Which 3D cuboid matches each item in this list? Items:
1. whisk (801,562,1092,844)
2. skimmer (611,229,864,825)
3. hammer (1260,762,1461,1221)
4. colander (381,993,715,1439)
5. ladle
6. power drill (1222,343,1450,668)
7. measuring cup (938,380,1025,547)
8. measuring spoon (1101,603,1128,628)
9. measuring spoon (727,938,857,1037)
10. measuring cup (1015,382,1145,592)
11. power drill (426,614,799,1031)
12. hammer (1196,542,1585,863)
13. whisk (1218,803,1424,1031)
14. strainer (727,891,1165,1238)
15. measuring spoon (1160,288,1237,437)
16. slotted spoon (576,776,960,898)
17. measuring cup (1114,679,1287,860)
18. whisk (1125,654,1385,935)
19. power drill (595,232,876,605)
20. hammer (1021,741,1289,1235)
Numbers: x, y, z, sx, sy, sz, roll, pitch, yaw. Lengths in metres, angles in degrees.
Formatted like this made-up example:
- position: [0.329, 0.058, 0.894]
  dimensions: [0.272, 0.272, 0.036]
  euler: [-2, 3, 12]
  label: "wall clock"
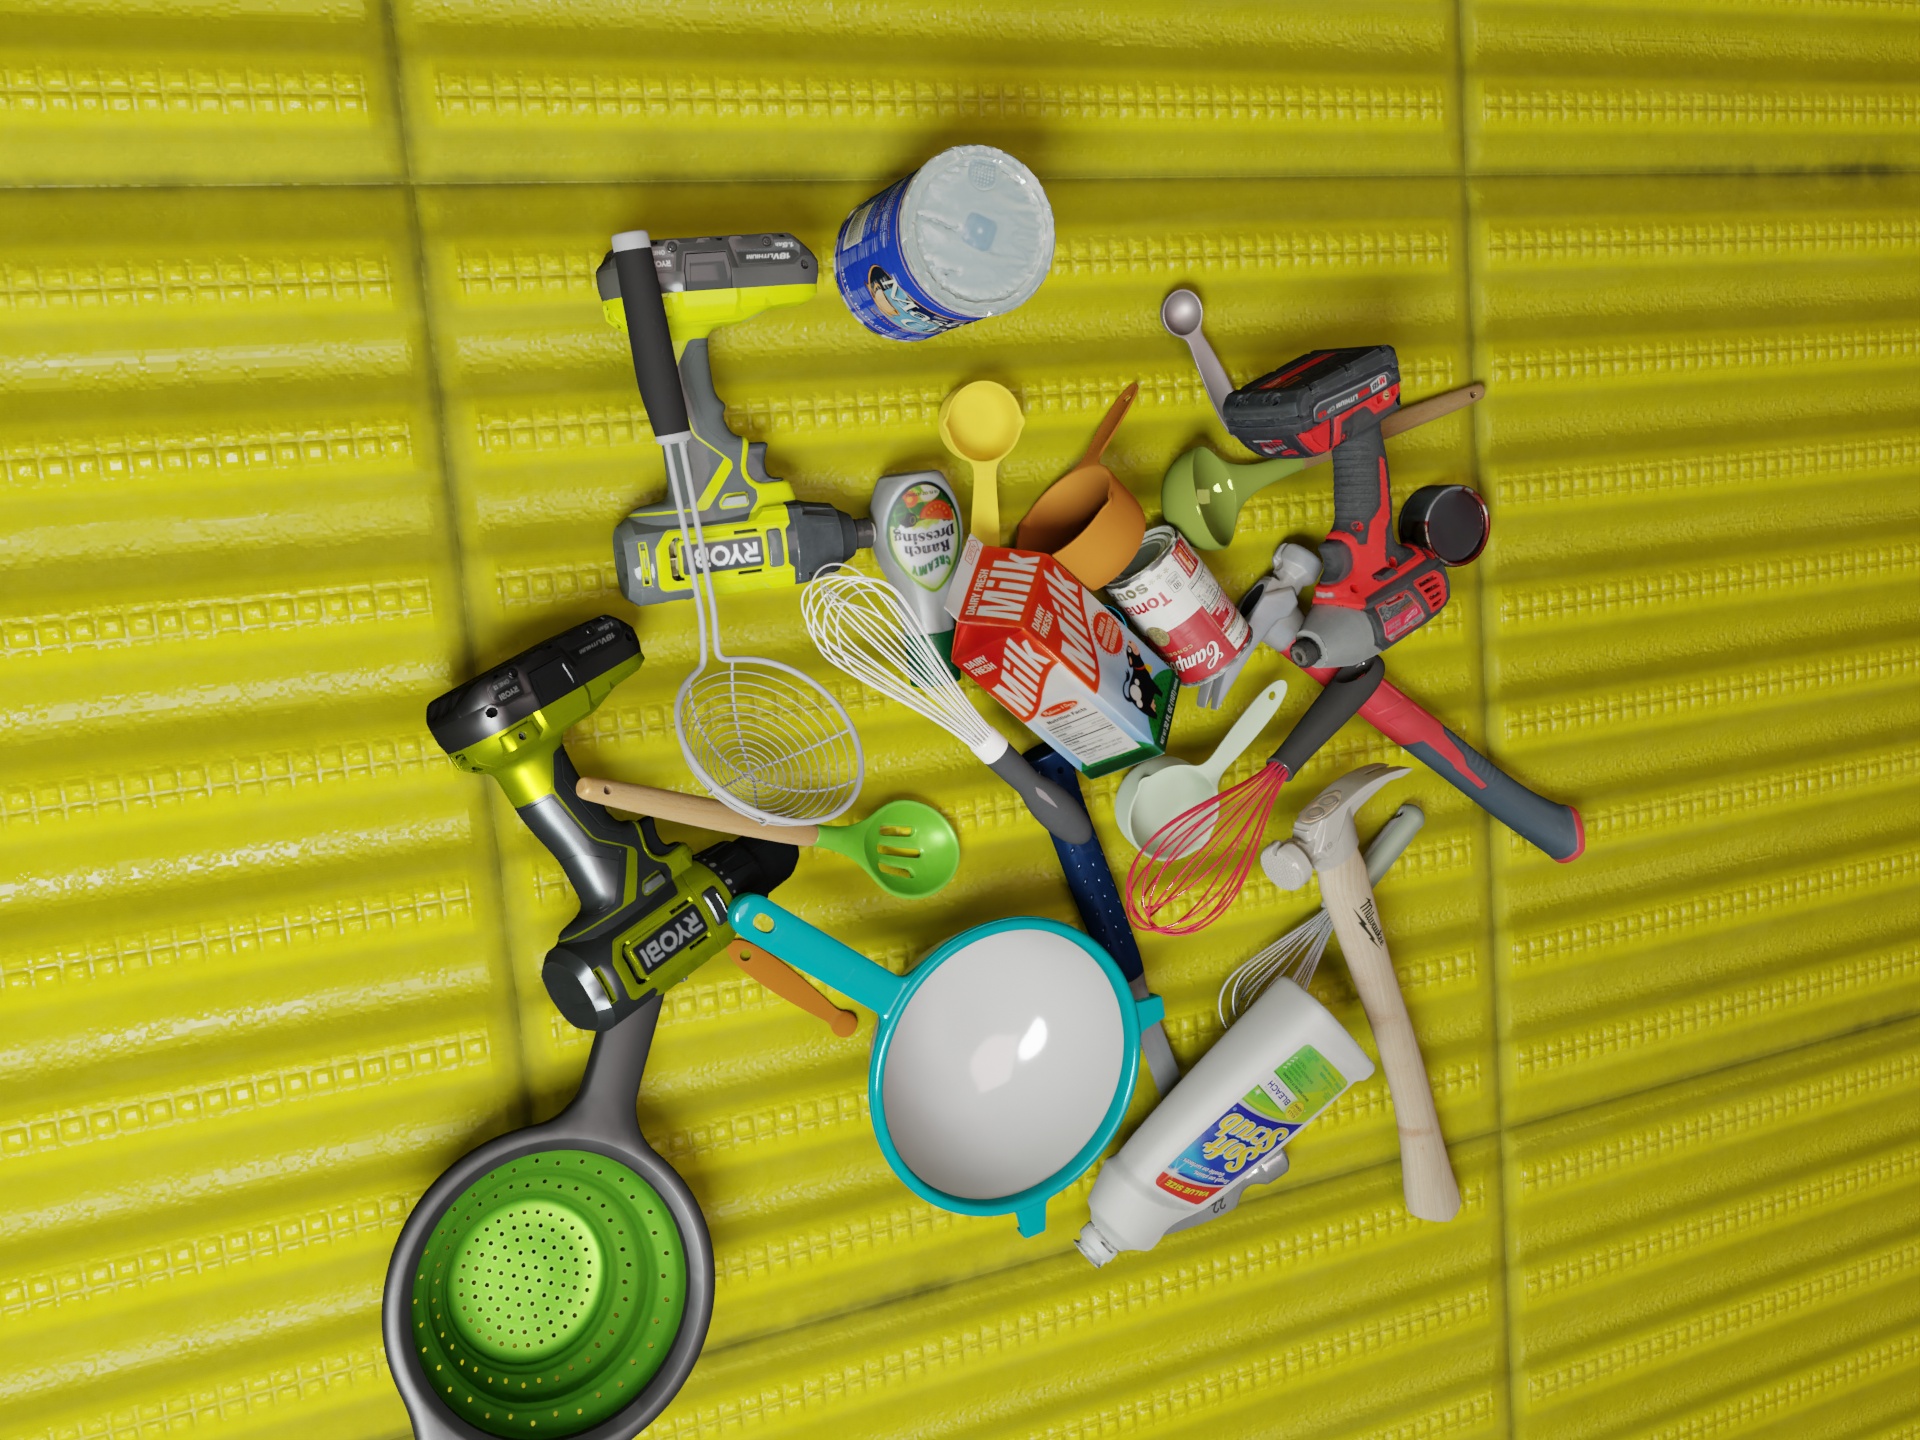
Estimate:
- position: [-0.001, -0.004, 1.082]
  dimensions: [0.284, 0.070, 0.070]
  euler: [43, 79, -26]
  label: "whisk"
- position: [-0.141, -0.113, 0.961]
  dimensions: [0.127, 0.090, 0.363]
  euler: [-25, 110, -46]
  label: "skimmer"
- position: [0.346, 0.231, 1.265]
  dimensions: [0.146, 0.038, 0.410]
  euler: [-35, 117, -28]
  label: "hammer"
- position: [-0.251, 0.285, 1.041]
  dimensions: [0.204, 0.094, 0.397]
  euler: [20, 70, -22]
  label: "colander"
- position: [0.286, -0.207, 1.213]
  dimensions: [0.320, 0.062, 0.078]
  euler: [-23, 102, -21]
  label: "ladle"
- position: [0.274, -0.148, 1.153]
  dimensions: [0.143, 0.079, 0.219]
  euler: [-30, 113, -25]
  label: "power drill"
- position: [0.012, -0.161, 1.126]
  dimensions: [0.062, 0.029, 0.156]
  euler: [-6, 105, -21]
  label: "measuring cup"
- position: [0.061, -0.078, 1.160]
  dimensions: [0.128, 0.021, 0.042]
  euler: [20, 84, -14]
  label: "measuring spoon"
- position: [-0.117, 0.188, 1.115]
  dimensions: [0.116, 0.011, 0.021]
  euler: [39, 81, -21]
  label: "measuring spoon"
- position: [0.106, -0.165, 1.140]
  dimensions: [0.052, 0.095, 0.174]
  euler: [42, 61, -28]
  label: "measuring cup"
- position: [-0.212, 0.055, 1.007]
  dimensions: [0.190, 0.080, 0.228]
  euler: [-36, 105, -40]
  label: "power drill"
- position: [0.360, 0.023, 1.277]
  dimensions: [0.386, 0.038, 0.143]
  euler: [34, 84, -22]
  label: "hammer"
- position: [0.290, 0.157, 1.260]
  dimensions: [0.059, 0.058, 0.246]
  euler: [43, 74, 0]
  label: "whisk"
- position: [-0.031, 0.200, 1.101]
  dimensions: [0.340, 0.095, 0.211]
  euler: [35, 81, -25]
  label: "strainer"
- position: [0.181, -0.264, 1.189]
  dimensions: [0.034, 0.018, 0.124]
  euler: [-38, 115, -14]
  label: "measuring spoon"
- position: [-0.116, 0.068, 1.037]
  dimensions: [0.313, 0.031, 0.070]
  euler: [16, 70, -46]
  label: "slotted spoon"
- position: [0.182, 0.030, 1.195]
  dimensions: [0.167, 0.038, 0.083]
  euler: [-49, 117, -3]
  label: "measuring cup"
- position: [0.223, 0.050, 1.164]
  dimensions: [0.296, 0.073, 0.073]
  euler: [-45, 110, -22]
  label: "whisk"
- position: [-0.146, -0.195, 1.030]
  dimensions: [0.171, 0.080, 0.223]
  euler: [-10, 103, -20]
  label: "power drill"
- position: [0.127, 0.207, 1.203]
  dimensions: [0.144, 0.035, 0.405]
  euler: [-26, 105, -18]
  label: "hammer"
